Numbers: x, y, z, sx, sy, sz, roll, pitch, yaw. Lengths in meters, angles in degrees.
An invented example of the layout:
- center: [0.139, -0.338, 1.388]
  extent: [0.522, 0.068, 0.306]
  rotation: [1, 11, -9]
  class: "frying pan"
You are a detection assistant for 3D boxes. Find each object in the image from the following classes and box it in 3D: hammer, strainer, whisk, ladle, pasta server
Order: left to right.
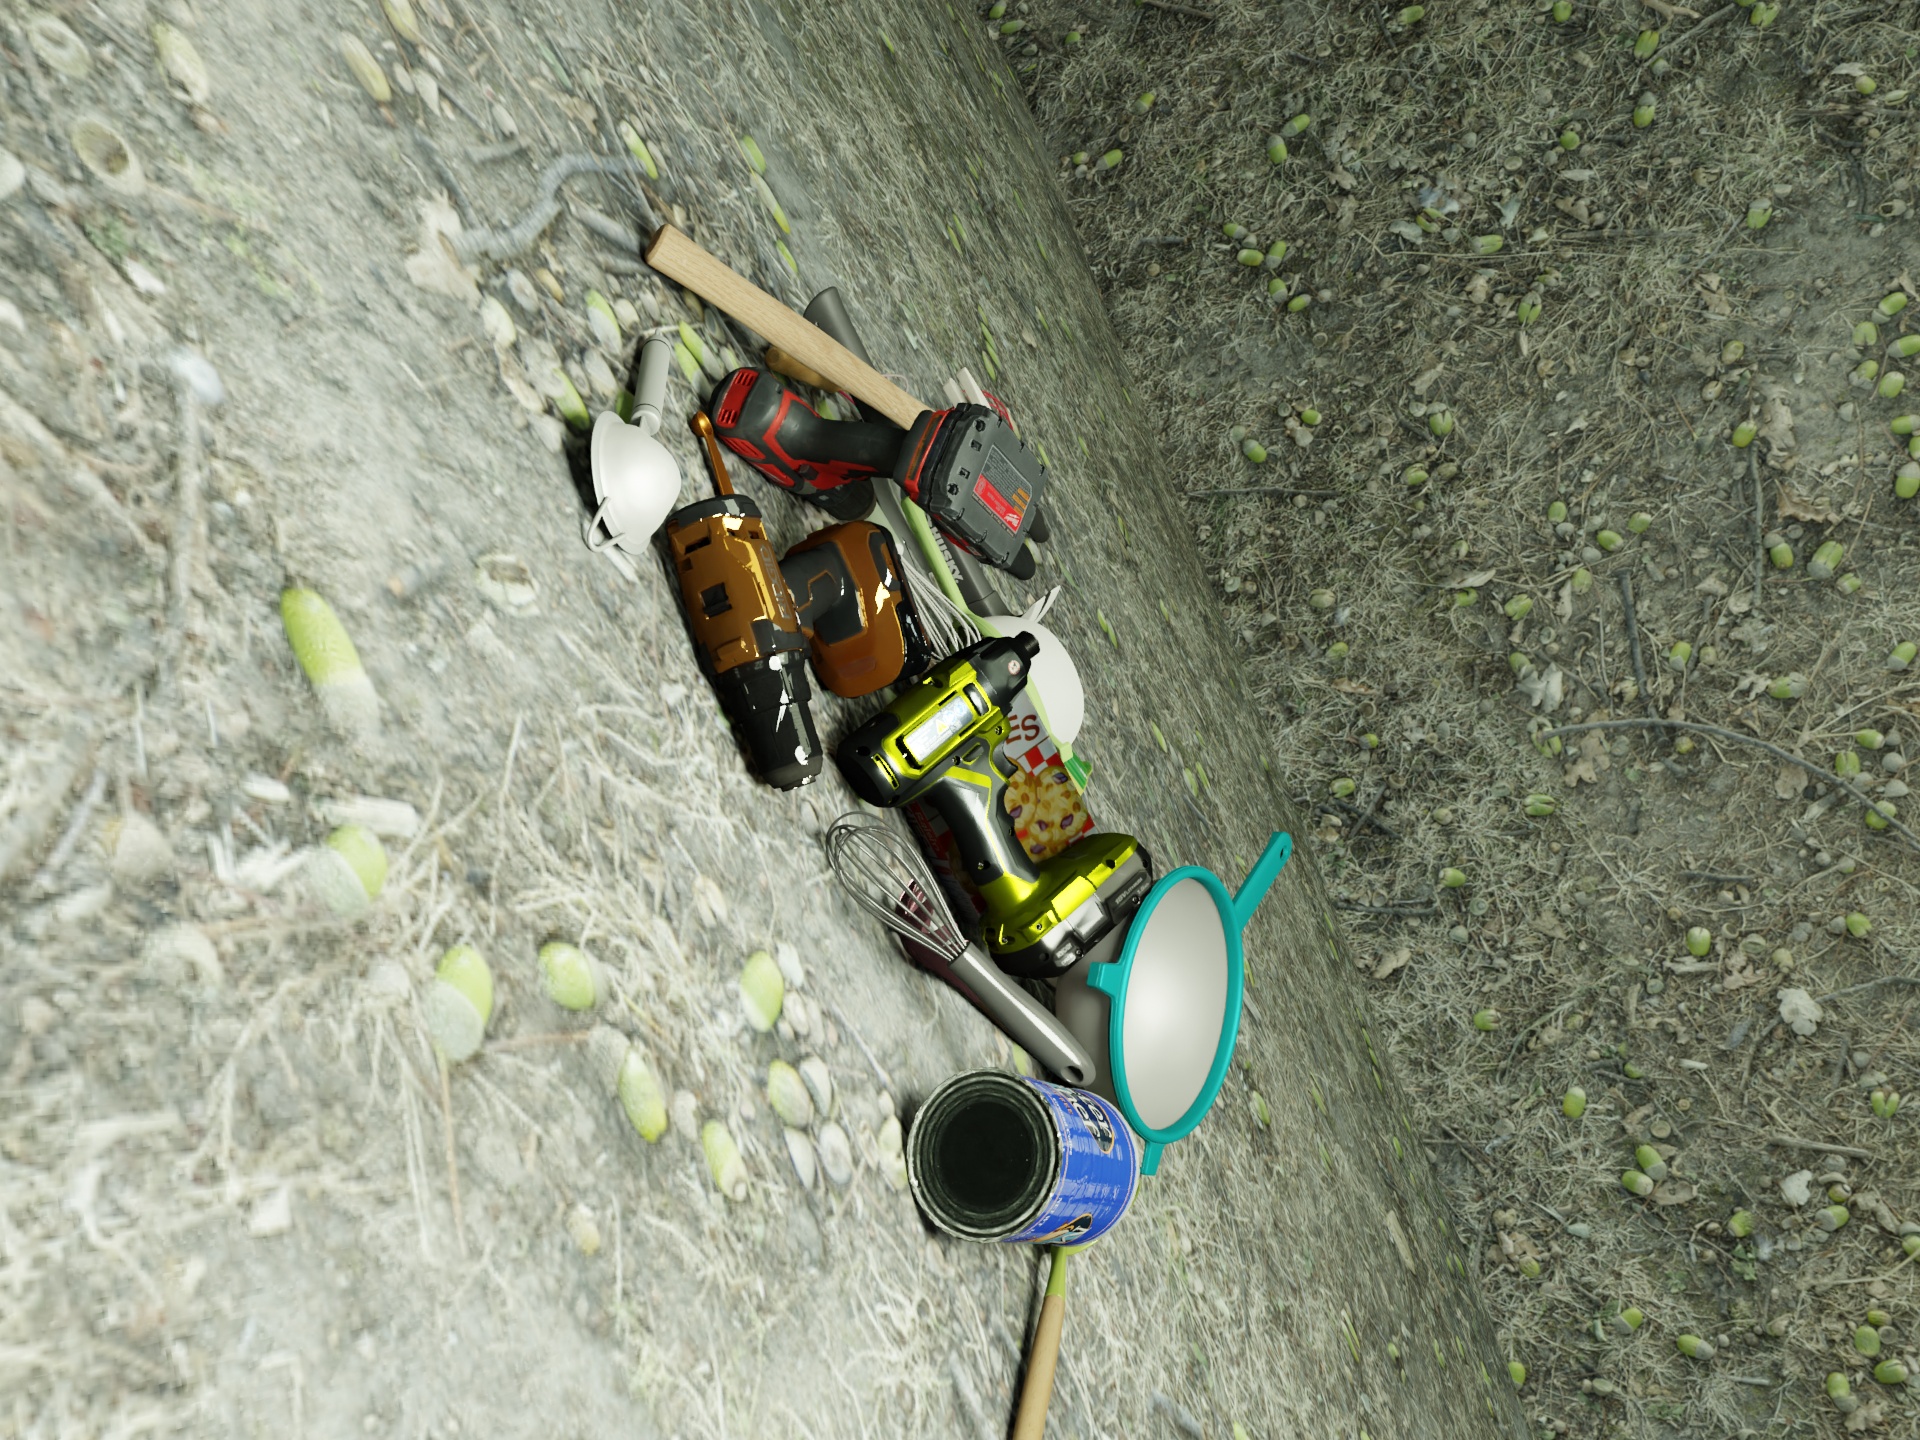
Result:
- center: [-0.197, -0.187, 1.001]
  extent: [0.259, 0.050, 0.086]
  rotation: [-97, 172, -50]
  class: "strainer"
- center: [-0.095, -0.277, 1.228]
  extent: [0.331, 0.031, 0.130]
  rotation: [30, 52, -28]
  class: "hammer"
- center: [-0.104, -0.298, 1.408]
  extent: [0.245, 0.051, 0.047]
  rotation: [0, 84, -65]
  class: "whisk"
- center: [-0.053, -0.127, 1.279]
  extent: [0.247, 0.058, 0.059]
  rotation: [60, -13, 27]
  class: "whisk"
- center: [-0.037, -0.207, 1.337]
  extent: [0.035, 0.146, 0.334]
  rotation: [-38, 104, -40]
  class: "hammer"
- center: [0.002, -0.185, 1.587]
  extent: [0.408, 0.036, 0.149]
  rotation: [12, 58, -69]
  class: "hammer"
- center: [0.002, 0.150, 1.029]
  extent: [0.239, 0.055, 0.055]
  rotation: [45, 20, -3]
  class: "whisk"
- center: [0.033, -0.077, 1.298]
  extent: [0.256, 0.069, 0.151]
  rotation: [64, -17, 2]
  class: "strainer"
- center: [0.031, 0.206, 1.174]
  extent: [0.060, 0.040, 0.315]
  rotation: [45, -3, 42]
  class: "pasta server"
- center: [0.052, -0.285, 1.827]
  extent: [0.295, 0.073, 0.073]
  rotation: [50, 23, -57]
  class: "whisk"
- center: [0.067, 0.396, 1.016]
  extent: [0.062, 0.078, 0.320]
  rotation: [22, 27, 2]
  class: "ladle"
- center: [0.167, 0.183, 1.279]
  extent: [0.340, 0.095, 0.210]
  rotation: [-44, 127, -46]
  class: "strainer"

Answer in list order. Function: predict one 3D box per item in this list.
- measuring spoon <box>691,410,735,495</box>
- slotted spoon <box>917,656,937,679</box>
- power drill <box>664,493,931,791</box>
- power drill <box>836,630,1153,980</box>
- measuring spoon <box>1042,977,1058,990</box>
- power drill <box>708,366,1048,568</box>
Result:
- center: [-0.167, -0.159, 1.107]
  extent: [0.117, 0.011, 0.021]
  rotation: [72, 17, 3]
  class: "measuring spoon"
- center: [-0.002, -0.004, 1.279]
  extent: [0.314, 0.031, 0.070]
  rotation: [55, 23, 1]
  class: "slotted spoon"
- center: [-0.099, -0.052, 1.057]
  extent: [0.226, 0.084, 0.185]
  rotation: [-10, 80, -68]
  class: "power drill"
- center: [0.036, 0.058, 1.146]
  extent: [0.223, 0.171, 0.080]
  rotation: [57, -23, -14]
  class: "power drill"
- center: [0.084, 0.216, 1.345]
  extent: [0.124, 0.018, 0.034]
  rotation: [48, 26, -46]
  class: "measuring spoon"
- center: [-0.053, -0.179, 1.158]
  extent: [0.187, 0.227, 0.080]
  rotation: [35, 75, -59]
  class: "power drill"
